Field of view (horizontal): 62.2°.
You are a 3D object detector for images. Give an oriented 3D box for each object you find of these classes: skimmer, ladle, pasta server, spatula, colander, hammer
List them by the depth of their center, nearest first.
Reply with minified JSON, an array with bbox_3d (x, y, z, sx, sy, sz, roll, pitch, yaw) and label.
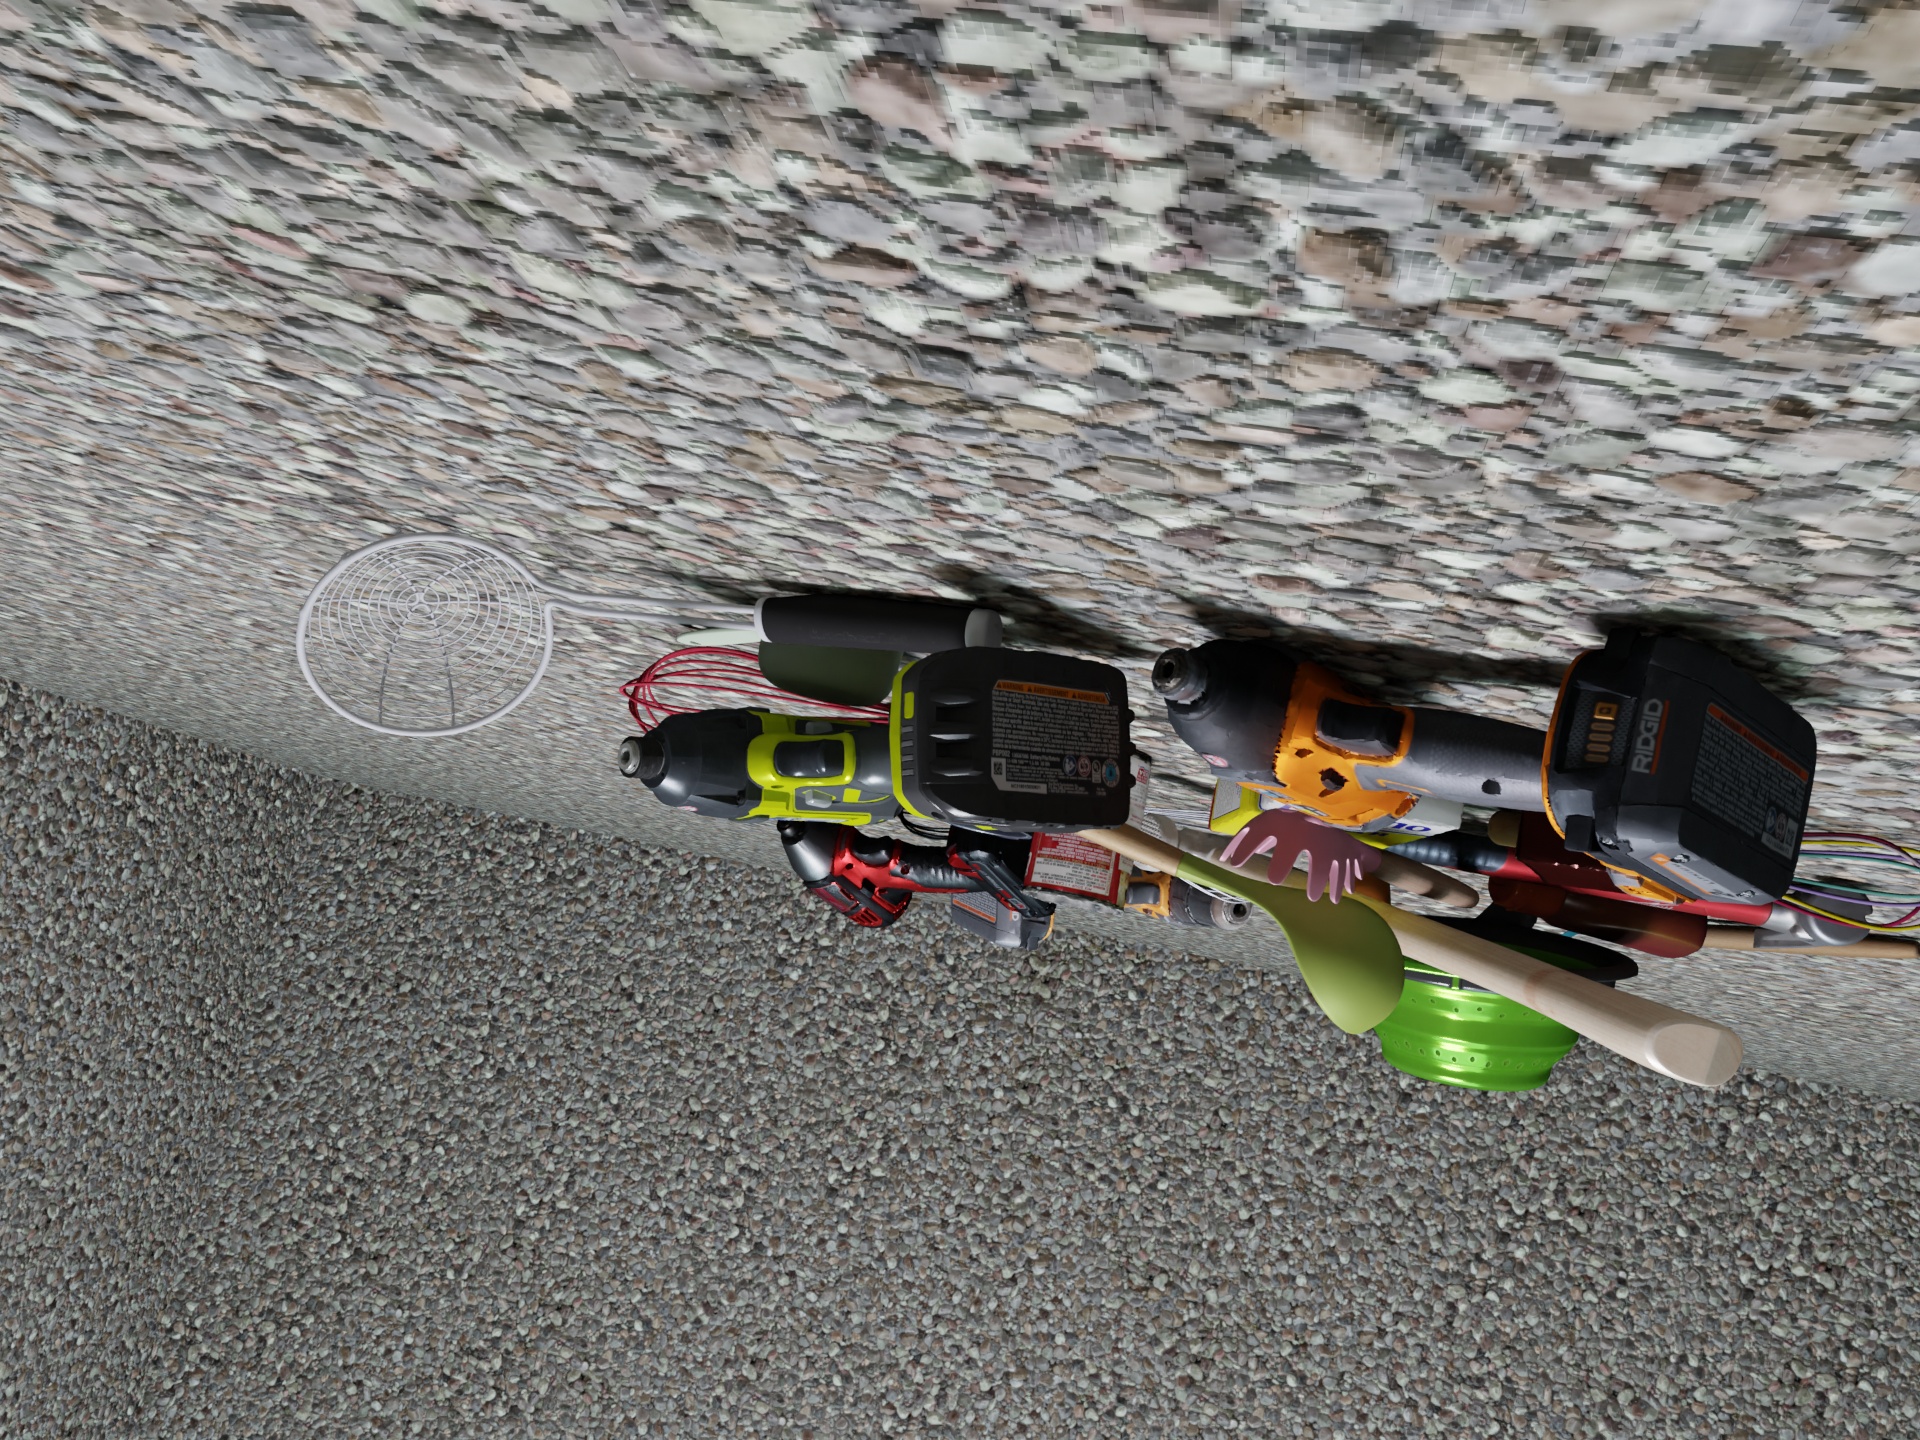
[{"bbox_3d":[-0.160,-0.034,0.785,0.363,0.090,0.127,5,136,23],"label":"skimmer"},{"bbox_3d":[0.094,0.079,0.884,0.320,0.062,0.078,24,-154,16],"label":"ladle"},{"bbox_3d":[0.235,0.088,0.890,0.060,0.040,0.316,23,-178,36],"label":"pasta server"},{"bbox_3d":[0.275,0.128,0.947,0.146,0.038,0.411,13,-176,-32],"label":"hammer"},{"bbox_3d":[0.353,0.092,1.023,0.386,0.038,0.143,11,172,9],"label":"hammer"},{"bbox_3d":[0.382,0.194,1.158,0.204,0.094,0.397,6,-177,25],"label":"colander"},{"bbox_3d":[0.559,0.173,1.207,0.082,0.044,0.317,-12,-176,-36],"label":"spatula"}]

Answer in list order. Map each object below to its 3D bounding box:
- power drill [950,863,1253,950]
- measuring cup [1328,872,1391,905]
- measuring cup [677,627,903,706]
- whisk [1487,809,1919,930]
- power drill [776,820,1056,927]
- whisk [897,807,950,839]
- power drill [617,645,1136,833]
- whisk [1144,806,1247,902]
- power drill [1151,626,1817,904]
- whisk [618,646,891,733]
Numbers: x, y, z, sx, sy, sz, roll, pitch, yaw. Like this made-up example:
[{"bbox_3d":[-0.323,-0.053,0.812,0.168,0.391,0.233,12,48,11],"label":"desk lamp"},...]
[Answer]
[{"bbox_3d":[0.125,0.151,1.381,0.226,0.084,0.185,1,-176,-23],"label":"power drill"},{"bbox_3d":[0.303,0.127,1.212,0.052,0.095,0.173,-1,147,12],"label":"measuring cup"},{"bbox_3d":[-0.104,-0.032,0.872,0.168,0.038,0.083,1,165,42],"label":"measuring cup"},{"bbox_3d":[0.400,0.075,0.859,0.245,0.047,0.051,7,170,45],"label":"whisk"},{"bbox_3d":[-0.036,0.105,1.263,0.220,0.079,0.143,-11,140,35],"label":"power drill"},{"bbox_3d":[0.052,0.088,1.347,0.239,0.055,0.055,10,171,-15],"label":"whisk"},{"bbox_3d":[-0.043,0.018,0.771,0.223,0.080,0.171,-7,171,43],"label":"power drill"},{"bbox_3d":[0.113,0.072,1.169,0.284,0.070,0.070,19,169,-6],"label":"whisk"},{"bbox_3d":[0.193,0.009,0.634,0.164,0.084,0.227,22,170,-41],"label":"power drill"},{"bbox_3d":[-0.061,-0.002,0.955,0.296,0.073,0.073,5,169,5],"label":"whisk"}]
